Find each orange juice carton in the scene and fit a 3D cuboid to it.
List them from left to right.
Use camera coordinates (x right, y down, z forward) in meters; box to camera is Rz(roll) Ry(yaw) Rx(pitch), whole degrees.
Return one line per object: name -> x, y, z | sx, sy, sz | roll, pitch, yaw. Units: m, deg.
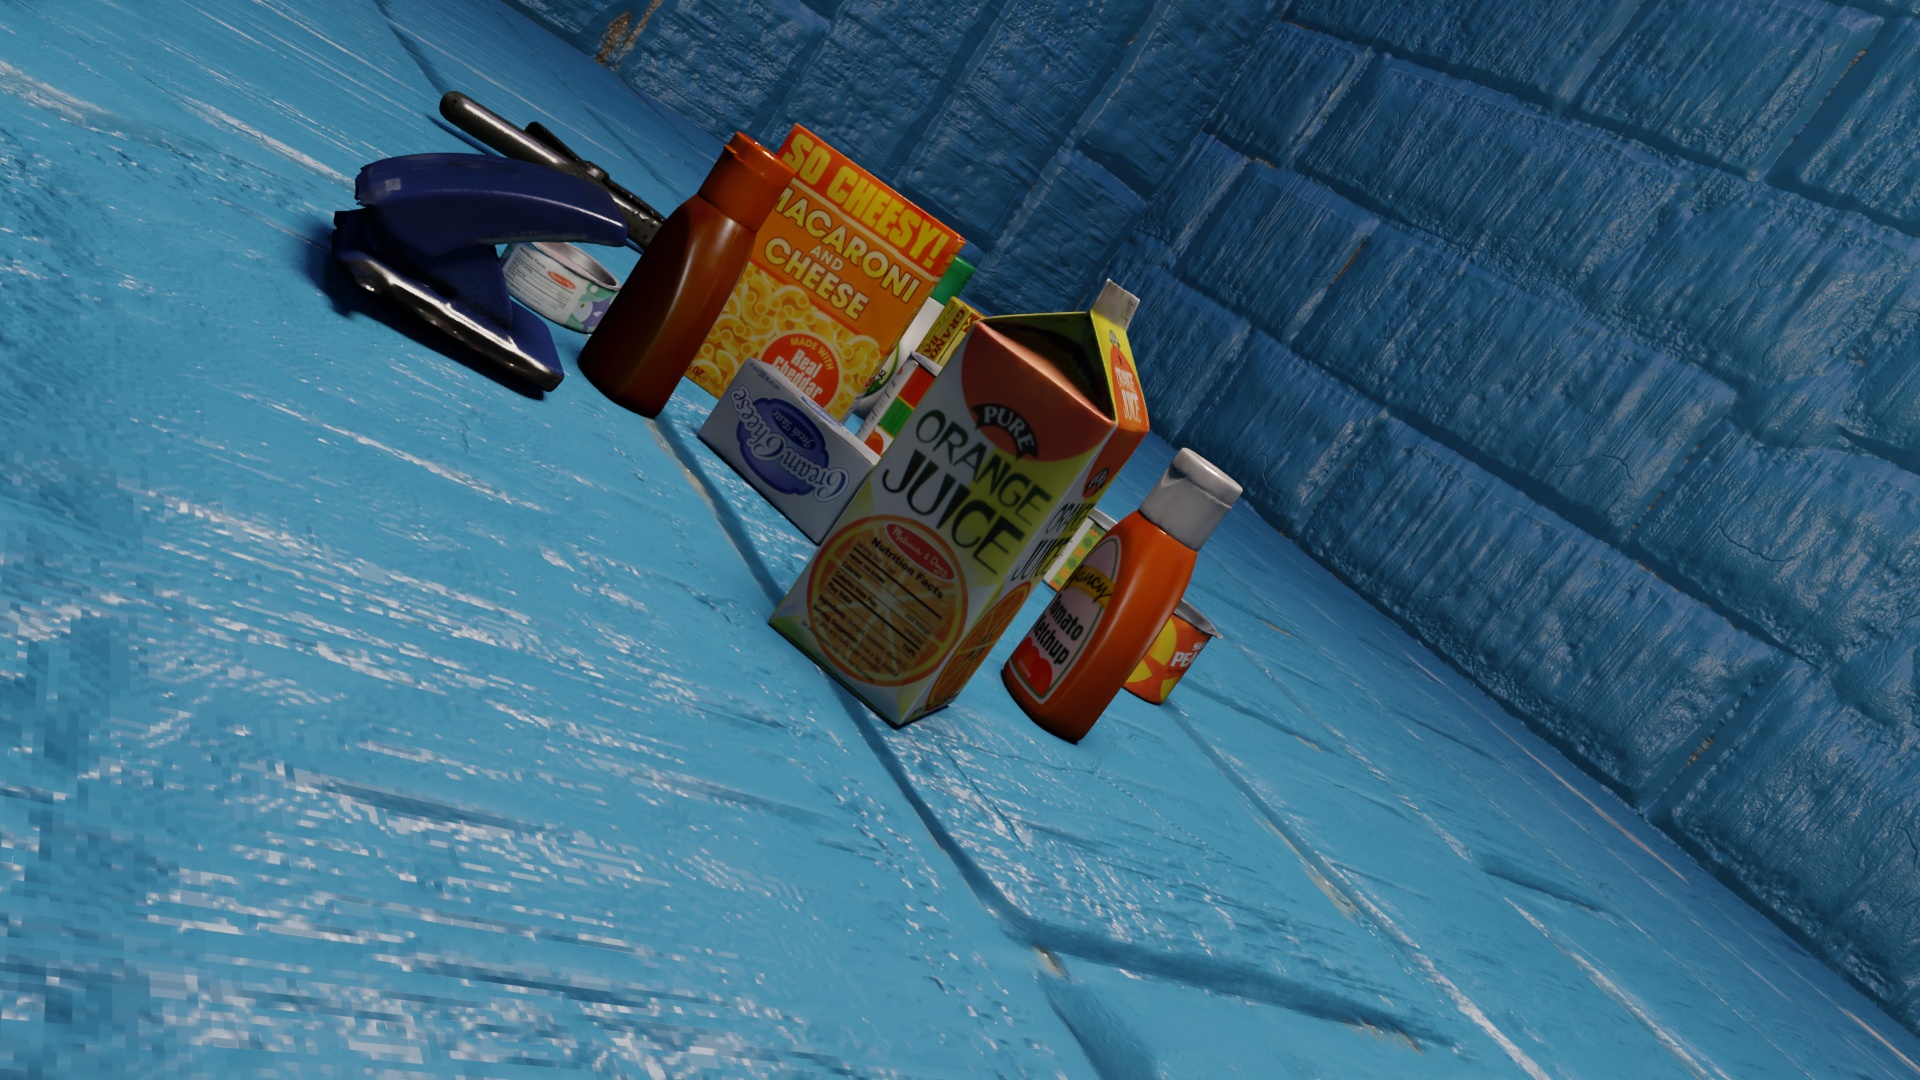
orange juice carton -> 0.012, -0.023, 0.573 | 0.073, 0.192, 0.072 | 38, 11, 13

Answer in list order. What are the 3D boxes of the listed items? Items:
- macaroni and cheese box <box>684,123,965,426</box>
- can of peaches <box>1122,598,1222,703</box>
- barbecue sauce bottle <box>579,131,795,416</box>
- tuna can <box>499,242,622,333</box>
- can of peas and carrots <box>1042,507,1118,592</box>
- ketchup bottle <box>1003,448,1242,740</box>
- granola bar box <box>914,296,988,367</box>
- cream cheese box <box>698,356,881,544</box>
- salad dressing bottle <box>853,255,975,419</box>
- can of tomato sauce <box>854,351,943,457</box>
macaroni and cheese box -> -0.094, -0.152, 0.861 | 0.124, 0.166, 0.040 | 35, 11, -1
can of peaches -> 0.119, 0.062, 0.871 | 0.071, 0.058, 0.071 | 34, 11, -7
barbecue sauce bottle -> -0.141, -0.140, 0.725 | 0.043, 0.148, 0.065 | 25, 15, -44
tuna can -> -0.232, -0.151, 0.801 | 0.071, 0.032, 0.071 | 34, 11, -7
can of peas and carrots -> 0.095, 0.013, 0.999 | 0.071, 0.058, 0.071 | 34, 11, -7
ketchup bottle -> 0.082, 0.024, 0.688 | 0.043, 0.148, 0.065 | 30, 12, -27
granola bar box -> 0.027, -0.095, 1.083 | 0.165, 0.124, 0.039 | 27, 13, -34
cream cheese box -> -0.088, -0.047, 0.735 | 0.104, 0.053, 0.024 | 40, 12, 25
salad dressing bottle -> -0.044, -0.165, 1.106 | 0.064, 0.147, 0.044 | 43, 13, 36
can of tomato sauce -> -0.028, -0.076, 0.951 | 0.071, 0.083, 0.071 | 34, 11, -7
